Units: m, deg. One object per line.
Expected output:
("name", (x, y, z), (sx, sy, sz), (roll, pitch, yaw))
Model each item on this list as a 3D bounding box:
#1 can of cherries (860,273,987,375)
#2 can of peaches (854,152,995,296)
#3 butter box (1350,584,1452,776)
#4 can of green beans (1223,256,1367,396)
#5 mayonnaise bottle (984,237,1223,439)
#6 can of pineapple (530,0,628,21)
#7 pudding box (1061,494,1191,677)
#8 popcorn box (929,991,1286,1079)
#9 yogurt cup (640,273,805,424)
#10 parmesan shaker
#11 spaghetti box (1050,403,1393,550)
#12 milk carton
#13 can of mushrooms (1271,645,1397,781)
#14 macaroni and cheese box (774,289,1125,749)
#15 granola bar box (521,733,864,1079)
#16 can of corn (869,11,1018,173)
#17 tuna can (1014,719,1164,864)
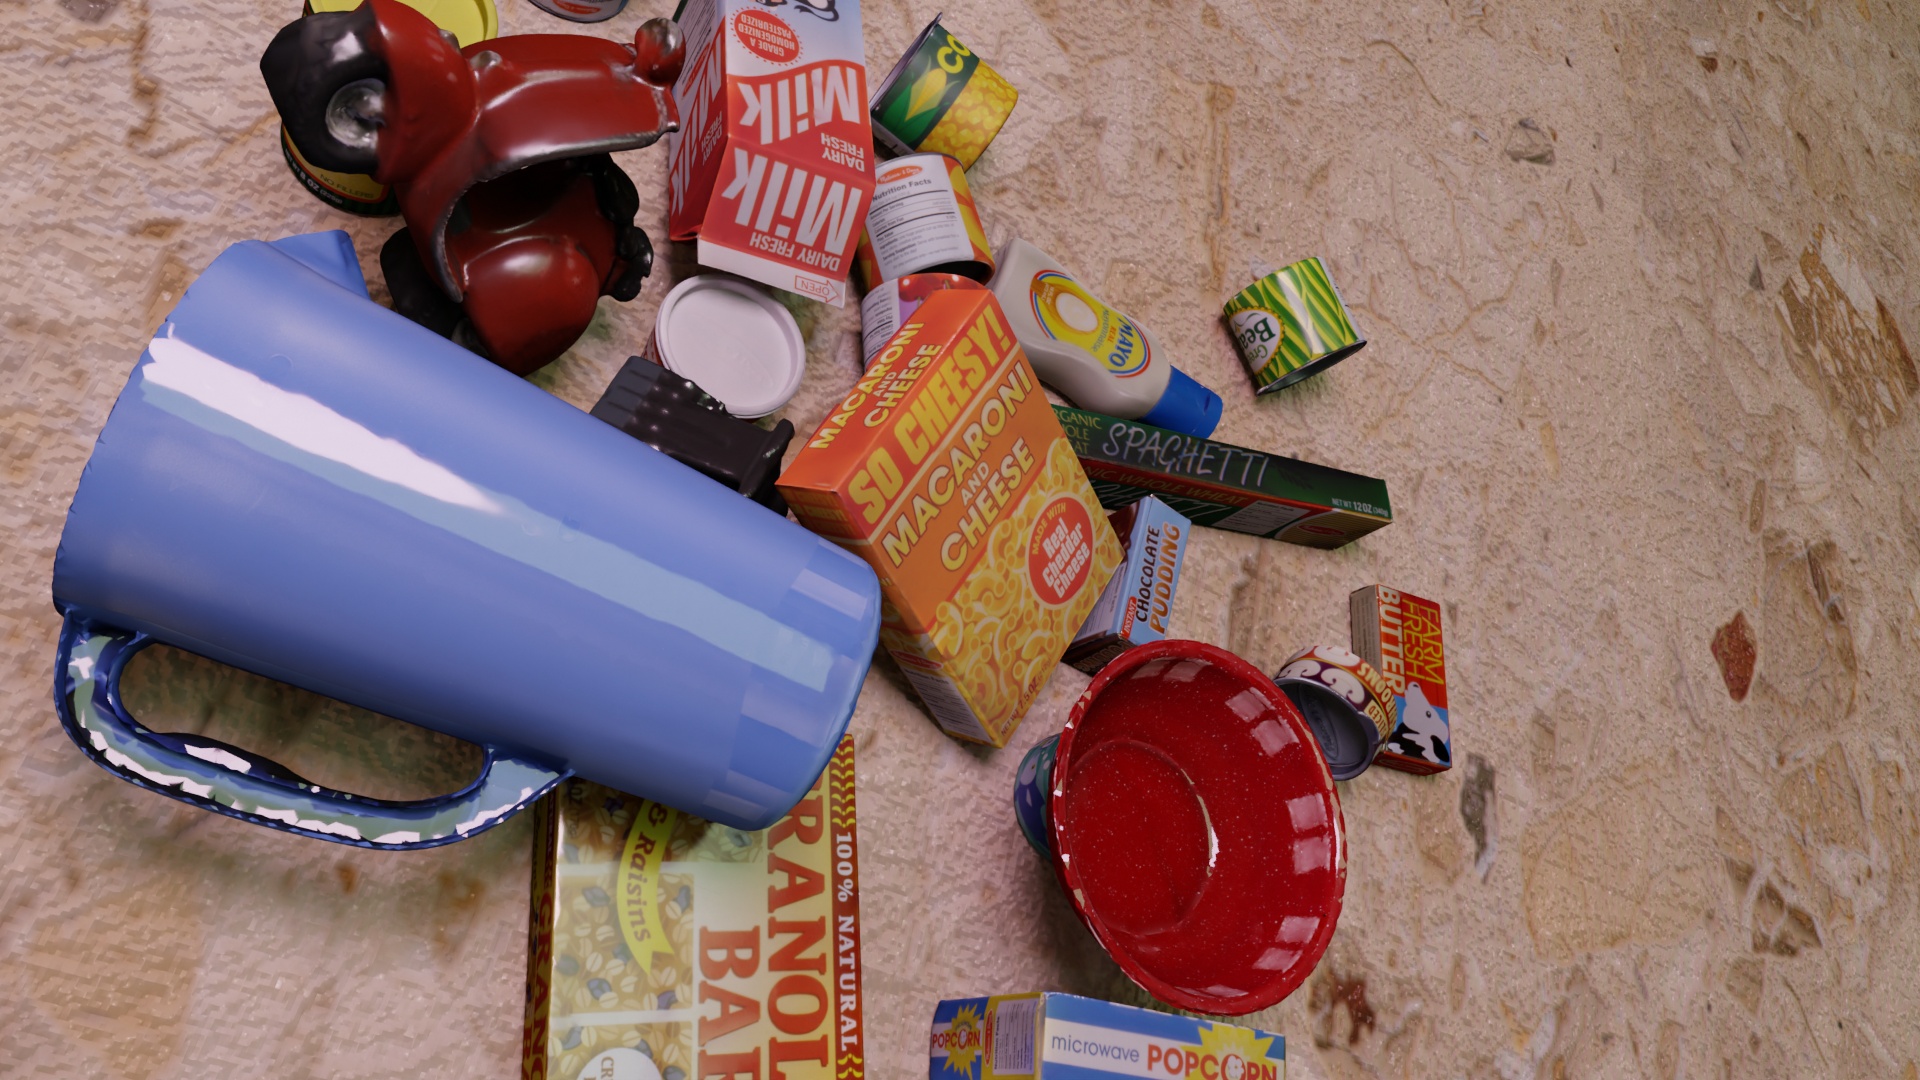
("can of cherries", (-0.012, -0.089, 0.674), (0.071, 0.071, 0.058), (7, 67, -30))
("can of peaches", (-0.021, -0.151, 0.695), (0.071, 0.071, 0.058), (-10, 77, -35))
("butter box", (0.253, 0.079, 0.799), (0.053, 0.024, 0.104), (17, 63, -25))
("can of green beans", (0.197, -0.127, 0.820), (0.071, 0.071, 0.058), (-21, 83, -36))
("mayonnaise bottle", (0.074, -0.099, 0.747), (0.148, 0.041, 0.065), (30, 56, -19))
("can of pineapple", (-0.179, -0.292, 0.655), (0.071, 0.057, 0.071), (12, 65, -28))
("pudding box", (0.083, 0.023, 0.699), (0.030, 0.049, 0.084), (30, 58, -21))
("popcorn box", (0.062, 0.220, 0.584), (0.127, 0.085, 0.038), (19, 62, -25))
("yogurt cup", (-0.110, -0.077, 0.615), (0.072, 0.053, 0.072), (12, 65, -28))
("parmesan shaker", (-0.227, -0.181, 0.552), (0.071, 0.102, 0.071), (12, 65, -28))
("spaghetti box", (0.126, -0.032, 0.747), (0.250, 0.050, 0.029), (9, 65, -29))
("milk carton", (-0.089, -0.192, 0.644), (0.072, 0.073, 0.191), (12, 55, -28))
("can of mushrooms", (0.194, 0.090, 0.729), (0.034, 0.070, 0.071), (-39, 94, -38))
("macaroni and cheese box", (0.002, -0.008, 0.614), (0.124, 0.040, 0.165), (-55, 133, -28))
("granola bar box", (-0.101, 0.156, 0.536), (0.124, 0.039, 0.166), (8, 67, -29))
("can of corn", (-0.010, -0.229, 0.729), (0.058, 0.071, 0.071), (36, 56, -17))
("tuna can", (0.060, 0.118, 0.656), (0.071, 0.032, 0.071), (12, 65, -28))
